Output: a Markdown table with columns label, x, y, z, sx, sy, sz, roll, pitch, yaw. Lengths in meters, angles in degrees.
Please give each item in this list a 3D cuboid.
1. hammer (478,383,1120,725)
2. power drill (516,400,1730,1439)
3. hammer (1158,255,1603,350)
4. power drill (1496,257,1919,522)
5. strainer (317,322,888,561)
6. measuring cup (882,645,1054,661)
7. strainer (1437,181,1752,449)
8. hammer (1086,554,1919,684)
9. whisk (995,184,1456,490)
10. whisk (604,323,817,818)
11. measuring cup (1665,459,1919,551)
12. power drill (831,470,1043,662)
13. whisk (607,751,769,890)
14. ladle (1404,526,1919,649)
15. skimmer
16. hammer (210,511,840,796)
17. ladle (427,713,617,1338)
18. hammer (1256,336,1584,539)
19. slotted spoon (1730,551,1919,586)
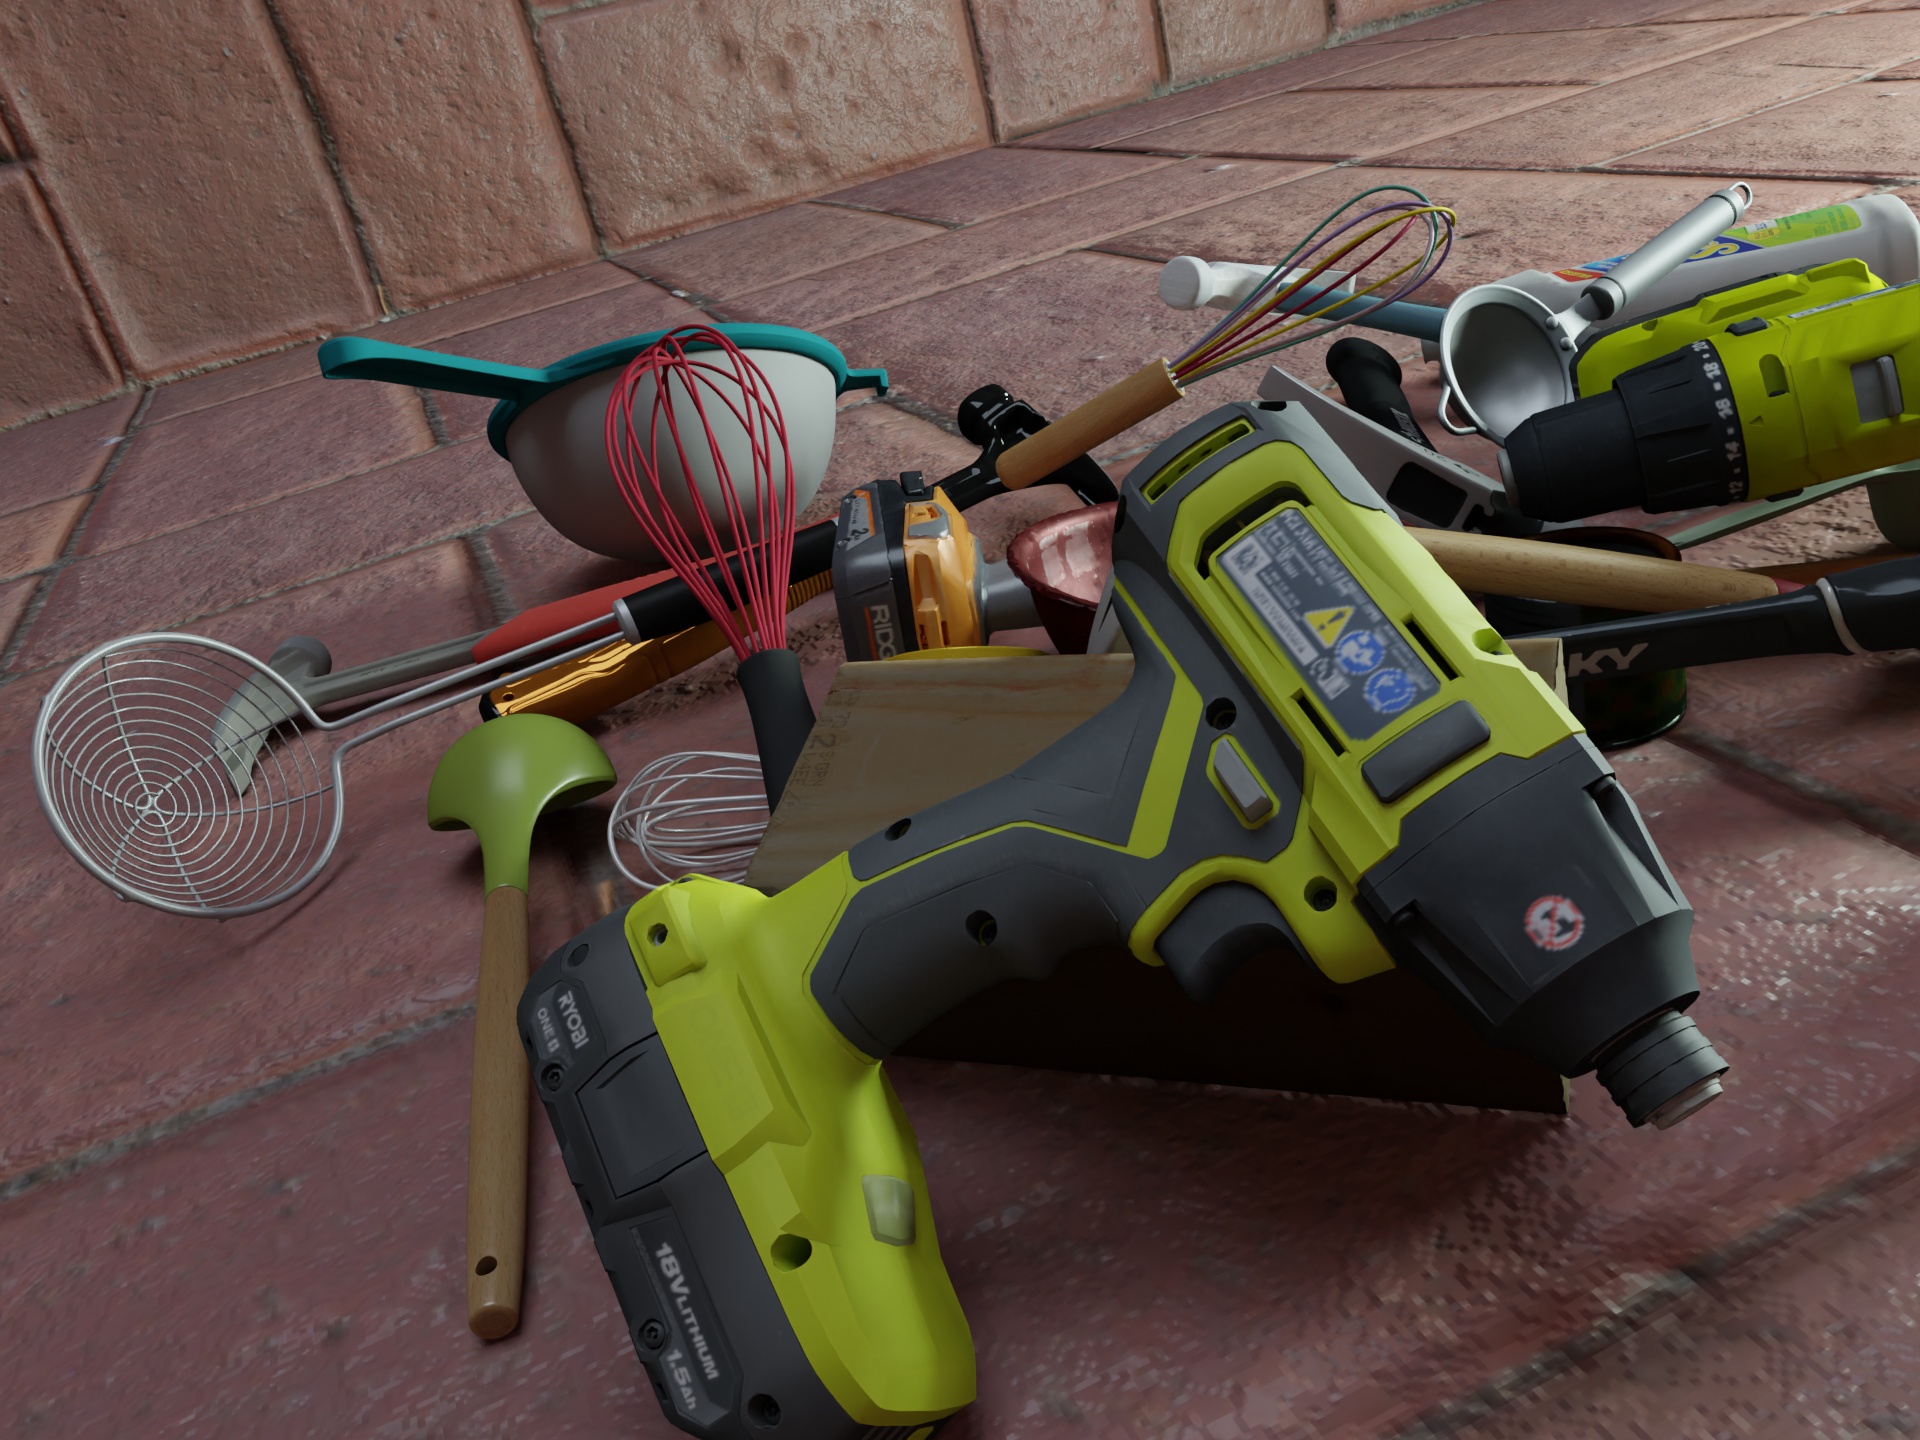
| label | x | y | z | sx | sy | sz | roll | pitch | yaw |
| --- | --- | --- | --- | --- | --- | --- | --- | --- | --- |
| hammer | -0.080 | -0.067 | 0.803 | 0.337 | 0.034 | 0.127 | -29 | 52 | -19 |
| power drill | 0.028 | 0.055 | 0.343 | 0.223 | 0.080 | 0.171 | -36 | 60 | 8 |
| hammer | 0.277 | -0.209 | 0.856 | 0.331 | 0.033 | 0.128 | 23 | 24 | 35 |
| power drill | 0.309 | -0.129 | 0.630 | 0.190 | 0.080 | 0.228 | -14 | 9 | 19 |
| strainer | -0.193 | -0.142 | 0.871 | 0.211 | 0.095 | 0.340 | -18 | -7 | 31 |
| measuring cup | -0.001 | -0.002 | 0.612 | 0.062 | 0.029 | 0.156 | -1 | -8 | -5 |
| strainer | 0.305 | -0.198 | 0.770 | 0.258 | 0.087 | 0.050 | -36 | 3 | -20 |
| hammer | 0.235 | -0.032 | 0.459 | 0.409 | 0.149 | 0.036 | -9 | 51 | 10 |
| whisk | 0.119 | -0.177 | 0.756 | 0.245 | 0.051 | 0.047 | -27 | 10 | 24 |
| whisk | -0.077 | -0.035 | 0.587 | 0.073 | 0.073 | 0.296 | -17 | 61 | -6 |
| measuring cup | 0.349 | -0.076 | 0.614 | 0.167 | 0.038 | 0.083 | -18 | 11 | 7 |
| power drill | 0.061 | -0.081 | 0.733 | 0.226 | 0.084 | 0.185 | -8 | 26 | 3 |
| whisk | -0.015 | 0.029 | 0.592 | 0.246 | 0.057 | 0.059 | -6 | 61 | 10 |
| ladle | 0.232 | -0.042 | 0.501 | 0.315 | 0.031 | 0.069 | 5 | 8 | -13 |
| skimmer | -0.202 | -0.027 | 0.699 | 0.363 | 0.127 | 0.090 | -24 | -5 | -17 |
| hammer | -0.214 | -0.050 | 0.860 | 0.359 | 0.036 | 0.149 | -16 | 25 | -2 |
| ladle | -0.155 | 0.088 | 0.554 | 0.078 | 0.062 | 0.320 | -15 | 32 | -6 |
| hammer | 0.209 | -0.156 | 0.804 | 0.146 | 0.035 | 0.335 | 25 | 23 | -2 |
| slotted spoon | 0.417 | -0.055 | 0.553 | 0.314 | 0.031 | 0.070 | -2 | 23 | 27 |
